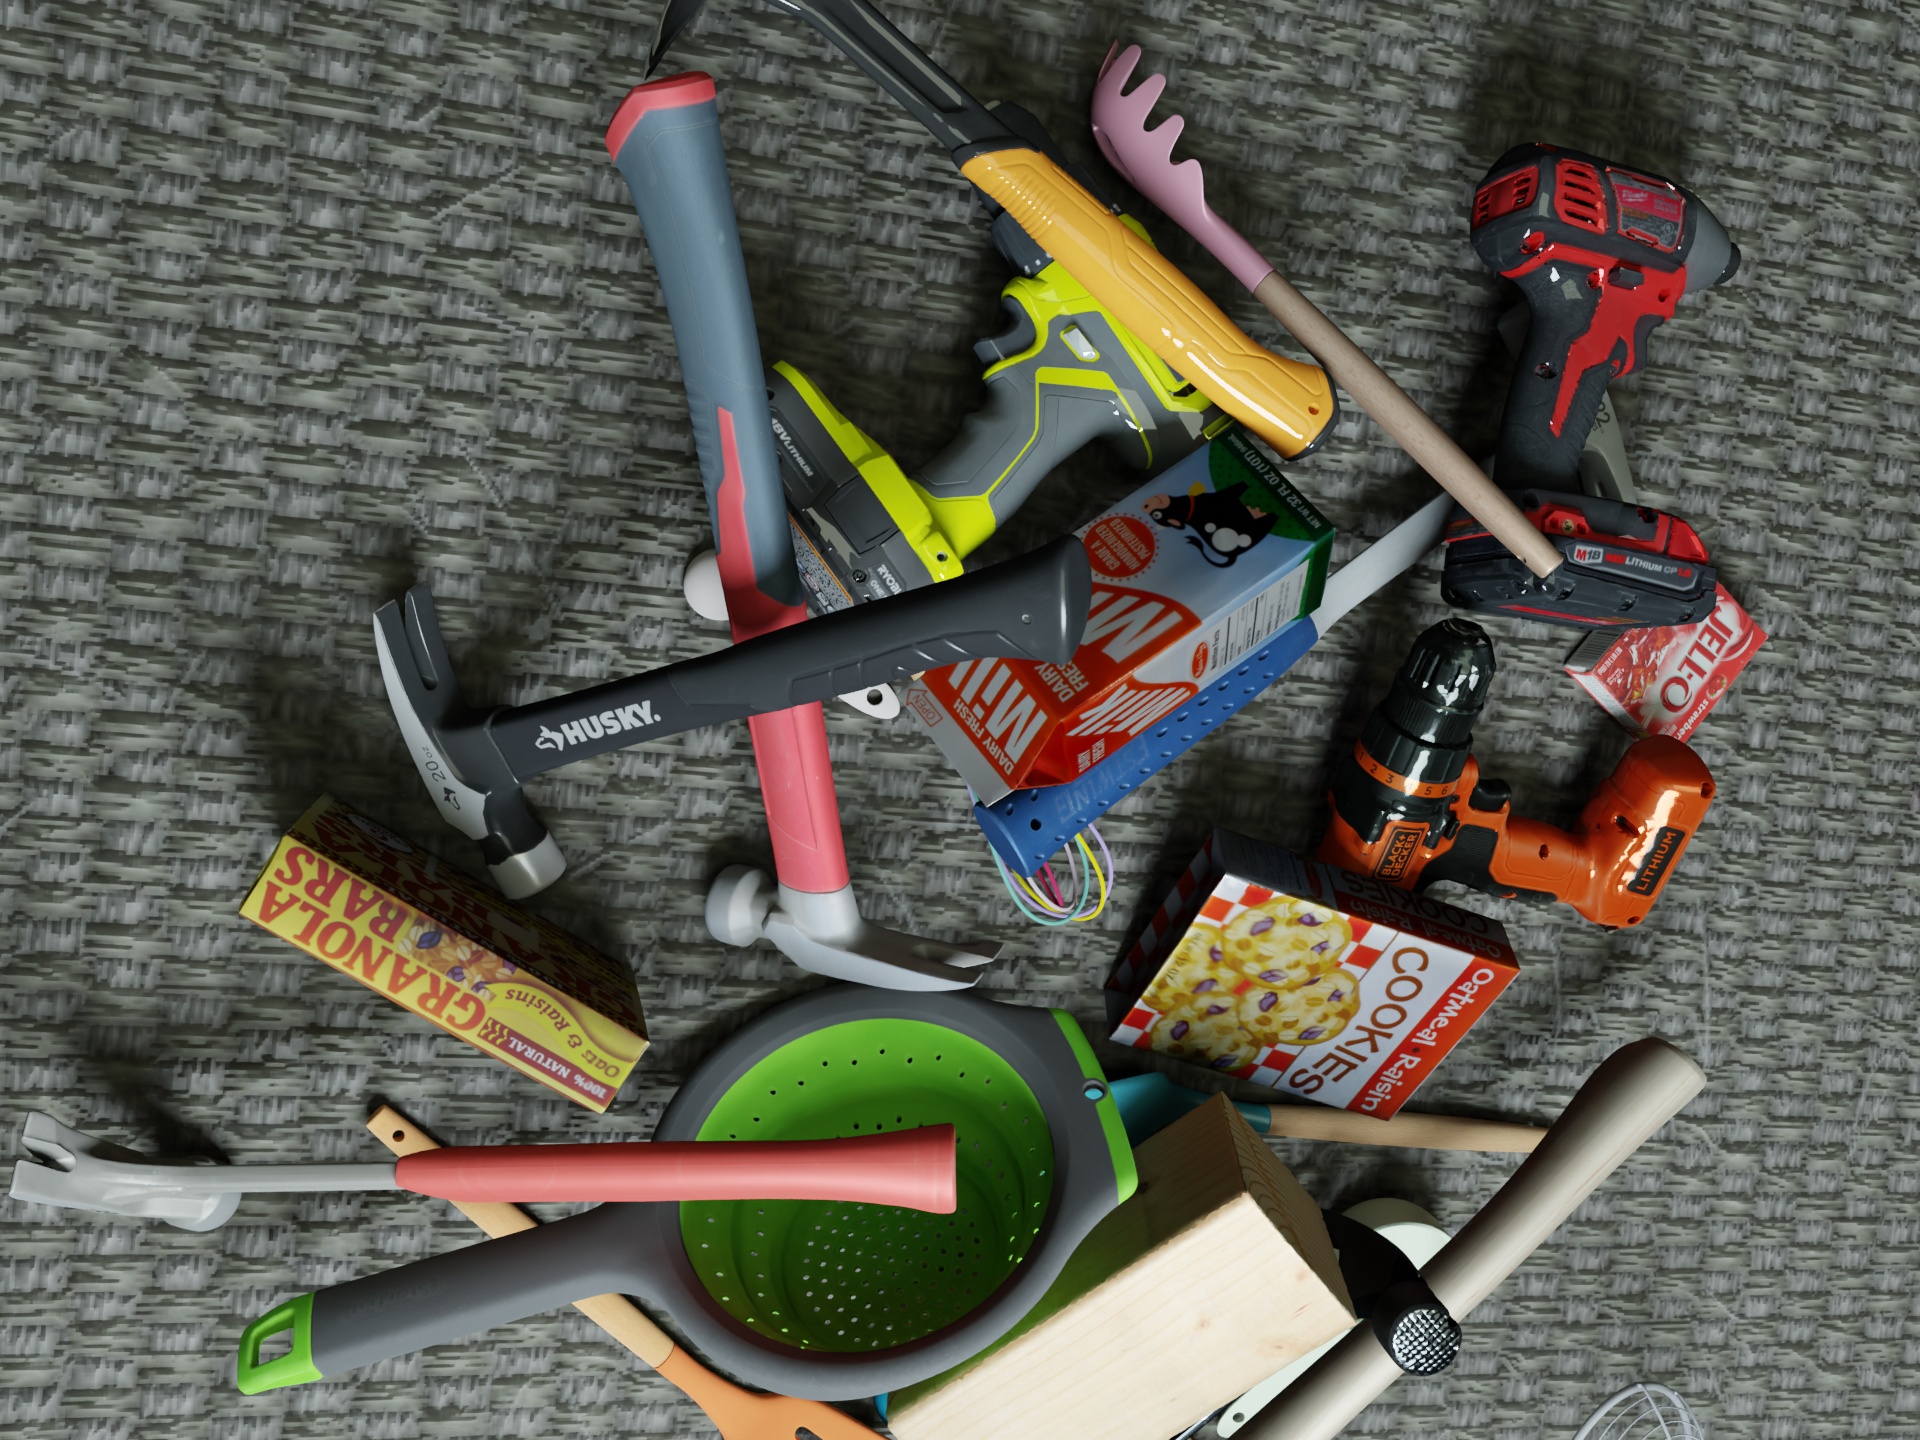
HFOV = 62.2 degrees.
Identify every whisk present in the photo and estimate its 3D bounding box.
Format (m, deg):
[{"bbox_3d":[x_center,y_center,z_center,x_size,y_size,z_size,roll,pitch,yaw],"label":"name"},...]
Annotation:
[{"bbox_3d":[-0.003,-0.002,0.772,0.051,0.047,0.245,-34,99,-16],"label":"whisk"}]

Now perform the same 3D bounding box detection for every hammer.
[{"bbox_3d":[0.053,0.383,0.780,0.409,0.149,0.036,-38,99,0],"label":"hammer"},{"bbox_3d":[-0.069,-0.057,0.648,0.143,0.038,0.386,8,121,27],"label":"hammer"},{"bbox_3d":[0.215,0.304,0.775,0.410,0.146,0.038,-40,99,-8],"label":"hammer"},{"bbox_3d":[0.030,-0.220,0.681,0.336,0.034,0.127,37,72,-14],"label":"hammer"},{"bbox_3d":[0.181,-0.051,0.789,0.405,0.035,0.144,-35,105,-15],"label":"hammer"},{"bbox_3d":[-0.181,0.186,0.657,0.359,0.149,0.037,-1,67,0],"label":"hammer"},{"bbox_3d":[-0.098,-0.019,0.637,0.335,0.035,0.146,-14,112,30],"label":"hammer"}]

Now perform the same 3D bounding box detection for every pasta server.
[{"bbox_3d":[0.164,-0.188,0.730,0.040,0.060,0.316,-43,82,4],"label":"pasta server"}]

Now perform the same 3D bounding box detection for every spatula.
[{"bbox_3d":[0.188,0.222,0.844,0.317,0.044,0.082,8,119,-17],"label":"spatula"},{"bbox_3d":[-0.159,0.294,0.768,0.322,0.041,0.081,45,72,-13],"label":"spatula"}]

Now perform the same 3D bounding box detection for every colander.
[{"bbox_3d":[-0.117,0.250,0.731,0.397,0.205,0.094,-15,133,-6],"label":"colander"}]

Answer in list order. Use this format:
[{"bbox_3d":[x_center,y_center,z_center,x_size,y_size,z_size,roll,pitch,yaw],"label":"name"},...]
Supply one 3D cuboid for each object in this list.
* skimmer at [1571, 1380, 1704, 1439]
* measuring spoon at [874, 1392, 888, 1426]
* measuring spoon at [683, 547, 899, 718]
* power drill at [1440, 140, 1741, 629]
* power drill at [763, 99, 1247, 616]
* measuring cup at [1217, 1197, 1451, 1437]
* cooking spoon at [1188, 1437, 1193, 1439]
[{"bbox_3d":[0.215,0.413,0.848,0.363,0.090,0.127,-2,104,7],"label":"skimmer"},{"bbox_3d":[-0.004,0.389,0.827,0.042,0.021,0.128,-27,101,-9],"label":"measuring spoon"},{"bbox_3d":[-0.077,-0.038,0.758,0.124,0.018,0.034,36,87,-16],"label":"measuring spoon"},{"bbox_3d":[0.312,-0.159,0.774,0.143,0.078,0.220,7,88,-21],"label":"power drill"},{"bbox_3d":[0.004,-0.156,0.724,0.228,0.080,0.190,-38,98,-17],"label":"power drill"},{"bbox_3d":[0.199,0.327,0.869,0.083,0.038,0.167,43,99,-14],"label":"measuring cup"},{"bbox_3d":[0.122,0.398,0.863,0.069,0.017,0.318,-35,104,1],"label":"cooking spoon"}]
